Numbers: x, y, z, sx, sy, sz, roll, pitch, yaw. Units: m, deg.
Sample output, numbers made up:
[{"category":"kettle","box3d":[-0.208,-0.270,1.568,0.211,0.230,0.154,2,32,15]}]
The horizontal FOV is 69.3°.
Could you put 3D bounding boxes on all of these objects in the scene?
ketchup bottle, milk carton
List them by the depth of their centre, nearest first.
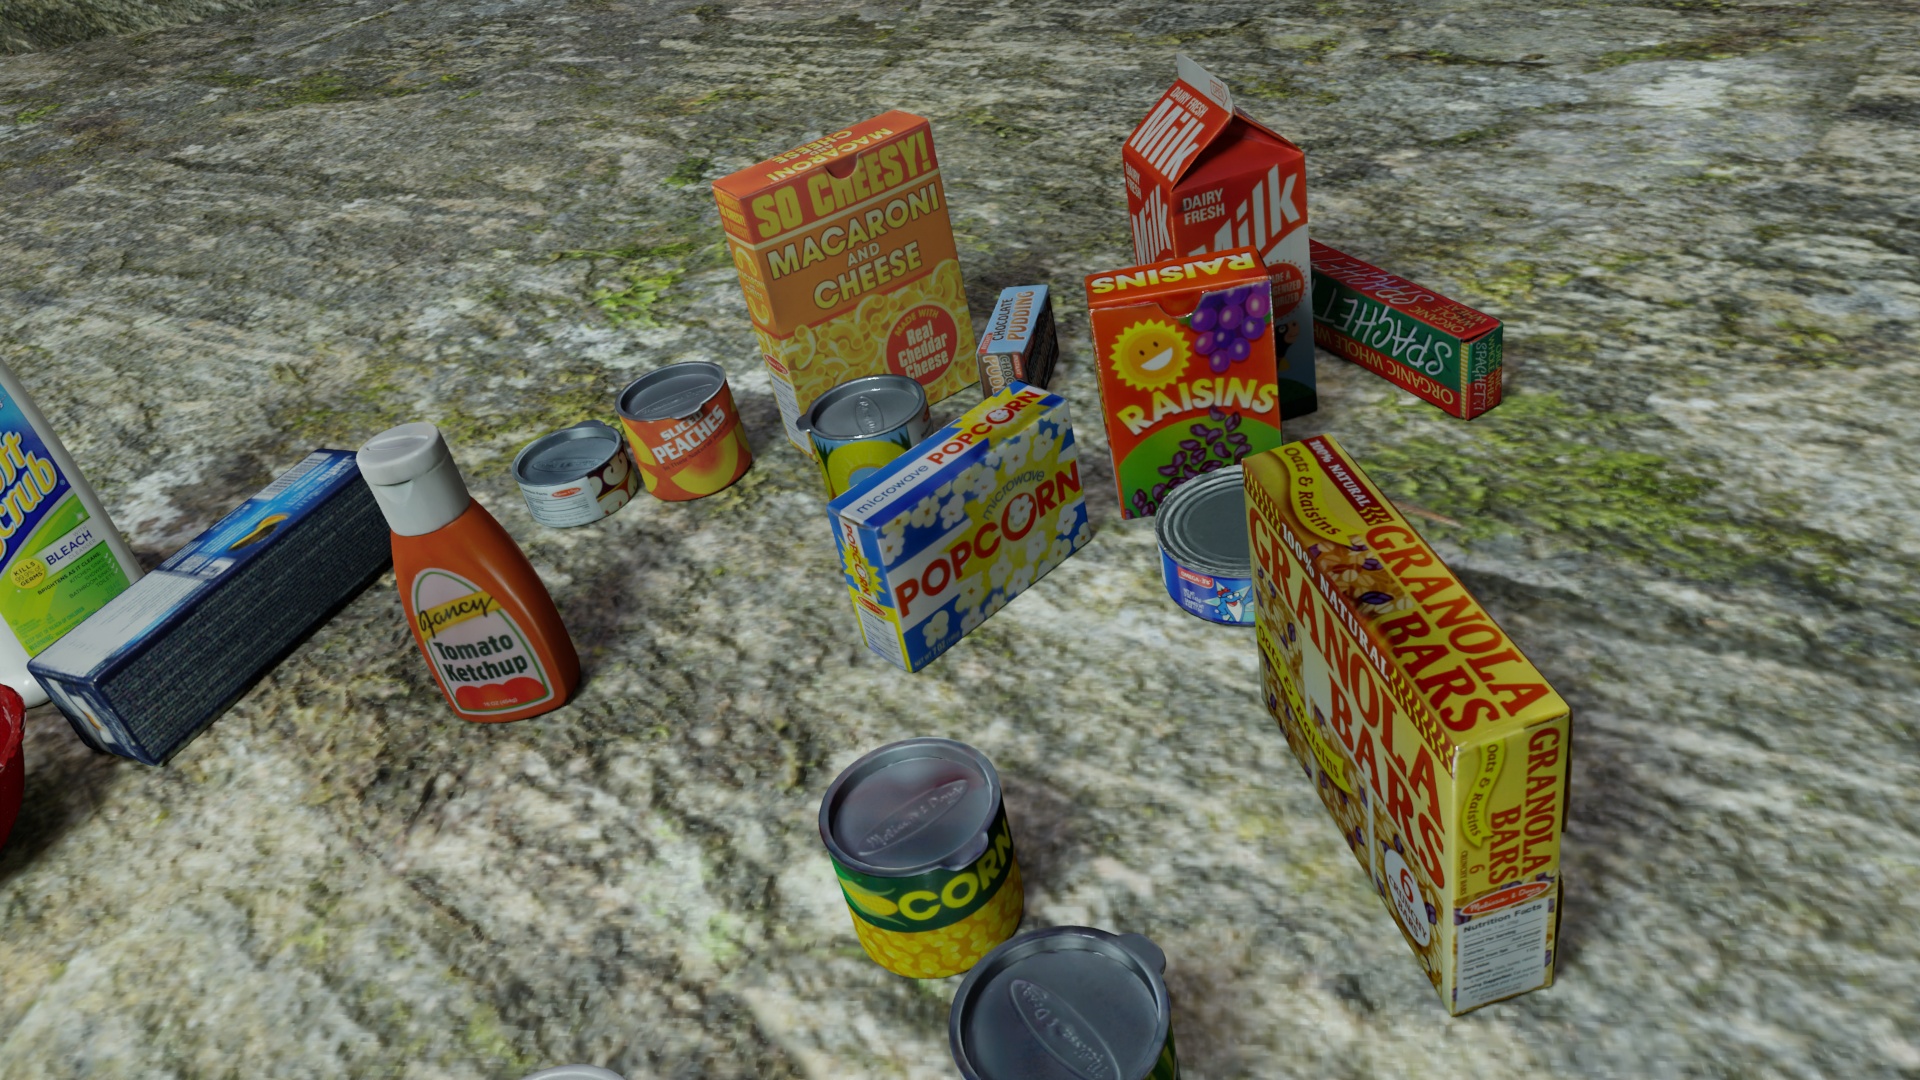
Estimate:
[{"category":"ketchup bottle","box3d":[-0.229,0.017,0.641,0.065,0.148,0.044,-9,34,7]},{"category":"milk carton","box3d":[0.135,-0.153,0.727,0.073,0.189,0.072,-17,34,-5]}]

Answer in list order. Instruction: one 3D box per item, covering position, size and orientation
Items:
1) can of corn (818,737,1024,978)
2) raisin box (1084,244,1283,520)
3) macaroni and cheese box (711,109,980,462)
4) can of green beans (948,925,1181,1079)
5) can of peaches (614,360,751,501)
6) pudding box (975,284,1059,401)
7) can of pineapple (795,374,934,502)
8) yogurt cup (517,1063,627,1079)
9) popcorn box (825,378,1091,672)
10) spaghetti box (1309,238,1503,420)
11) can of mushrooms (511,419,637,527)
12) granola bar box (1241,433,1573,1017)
[{"category":"can of corn","box3d":[-0.011,0.117,0.506,0.071,0.058,0.071,-9,34,6]},{"category":"raisin box","box3d":[0.111,-0.075,0.682,0.086,0.122,0.040,-9,34,7]},{"category":"macaroni and cheese box","box3d":[-0.059,-0.146,0.801,0.124,0.165,0.040,-29,37,-22]},{"category":"can of green beans","box3d":[0.034,0.163,0.425,0.071,0.057,0.071,-9,34,6]},{"category":"can of peaches","box3d":[-0.160,-0.063,0.812,0.071,0.057,0.071,-9,34,6]},{"category":"pudding box","box3d":[0.035,-0.112,0.824,0.030,0.049,0.084,-1,36,17]},{"category":"can of pineapple","box3d":[-0.047,-0.049,0.755,0.071,0.057,0.071,-9,34,6]},{"category":"yogurt cup","box3d":[-0.119,0.204,0.421,0.072,0.053,0.073,-9,34,6]},{"category":"popcorn box","box3d":[0.002,-0.008,0.656,0.127,0.084,0.038,-36,40,-29]},{"category":"spaghetti box","box3d":[0.214,-0.140,0.805,0.029,0.050,0.251,-24,36,-16]},{"category":"can of mushrooms","box3d":[-0.226,-0.040,0.822,0.071,0.033,0.071,-9,35,6]},{"category":"granola bar box","box3d":[0.148,0.056,0.481,0.039,0.123,0.166,-15,34,-3]}]
